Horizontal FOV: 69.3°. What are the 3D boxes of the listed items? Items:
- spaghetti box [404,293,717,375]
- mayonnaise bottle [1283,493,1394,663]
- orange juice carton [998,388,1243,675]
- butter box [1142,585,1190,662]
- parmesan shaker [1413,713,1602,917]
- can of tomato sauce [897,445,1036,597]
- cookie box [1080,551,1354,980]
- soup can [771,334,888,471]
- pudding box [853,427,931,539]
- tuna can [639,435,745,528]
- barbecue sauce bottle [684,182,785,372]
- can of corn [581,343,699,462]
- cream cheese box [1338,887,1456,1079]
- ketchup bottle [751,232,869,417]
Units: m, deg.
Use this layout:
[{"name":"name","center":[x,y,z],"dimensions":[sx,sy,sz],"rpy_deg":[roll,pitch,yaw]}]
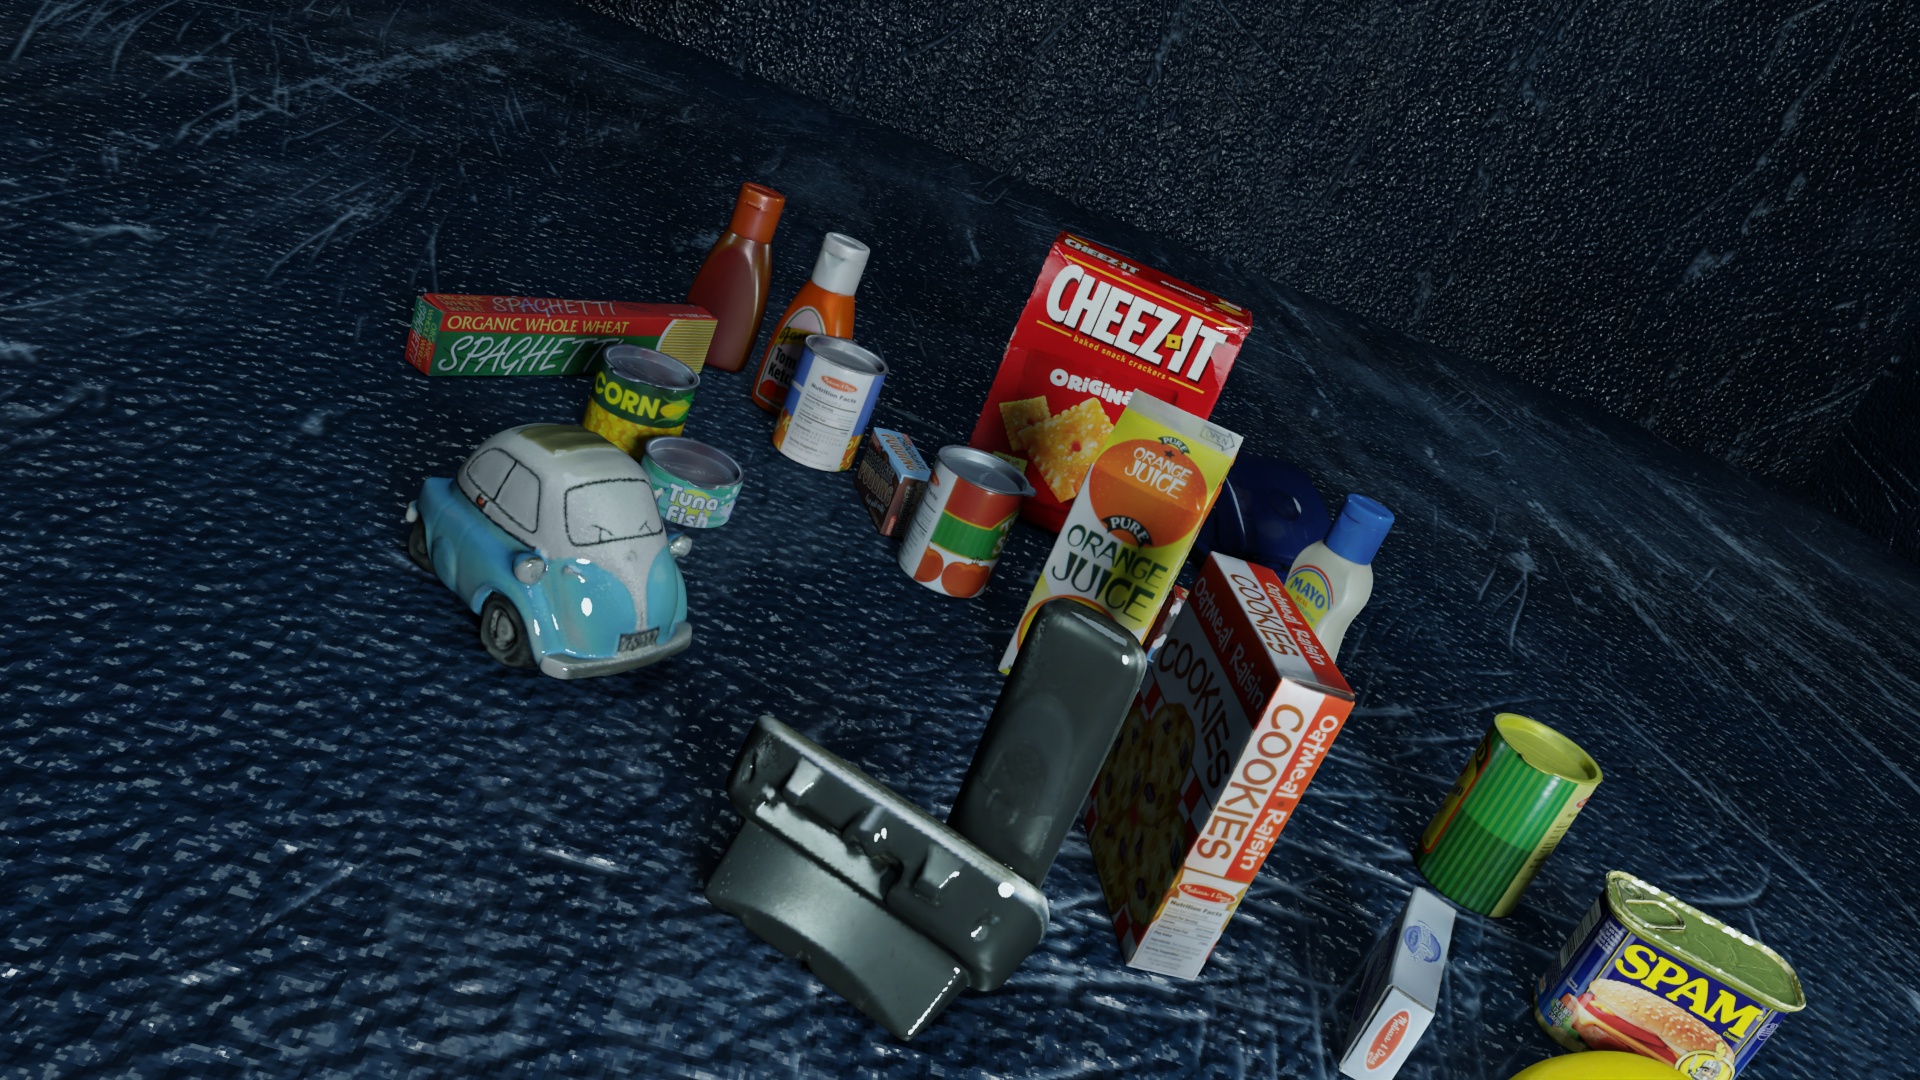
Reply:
[{"name":"spaghetti box","center":[-0.283,-0.148,1.015],"dimensions":[0.029,0.050,0.251],"rpy_deg":[35,25,28]},{"name":"mayonnaise bottle","center":[0.255,0.039,0.981],"dimensions":[0.041,0.147,0.065],"rpy_deg":[3,29,-41]},{"name":"orange juice carton","center":[0.098,0.007,0.845],"dimensions":[0.072,0.191,0.073],"rpy_deg":[27,22,10]},{"name":"butter box","center":[0.183,0.074,0.957],"dimensions":[0.103,0.053,0.024],"rpy_deg":[21,22,-5]},{"name":"parmesan shaker","center":[0.321,0.164,0.823],"dimensions":[0.071,0.102,0.071],"rpy_deg":[20,22,-8]},{"name":"can of tomato sauce","center":[0.003,-0.012,0.939],"dimensions":[0.071,0.082,0.071],"rpy_deg":[20,22,-8]},{"name":"cookie box","center":[0.118,0.106,0.674],"dimensions":[0.040,0.166,0.123],"rpy_deg":[17,23,-14]},{"name":"soup can","center":[-0.099,-0.104,1.048],"dimensions":[0.071,0.083,0.071],"rpy_deg":[20,22,-8]},{"name":"pudding box","center":[-0.047,-0.042,1.002],"dimensions":[0.030,0.049,0.084],"rpy_deg":[12,25,-25]},{"name":"tuna can","center":[-0.174,-0.037,0.891],"dimensions":[0.071,0.032,0.071],"rpy_deg":[20,22,-8]},{"name":"barbecue sauce bottle","center":[-0.183,-0.215,1.132],"dimensions":[0.065,0.148,0.044],"rpy_deg":[24,22,1]},{"name":"can of corn","center":[-0.218,-0.092,0.940],"dimensions":[0.071,0.058,0.071],"rpy_deg":[20,22,-8]},{"name":"cream cheese box","center":[0.212,0.214,0.670],"dimensions":[0.024,0.053,0.104],"rpy_deg":[30,23,16]},{"name":"ketchup bottle","center":[-0.112,-0.165,1.087],"dimensions":[0.065,0.148,0.044],"rpy_deg":[28,22,12]}]
